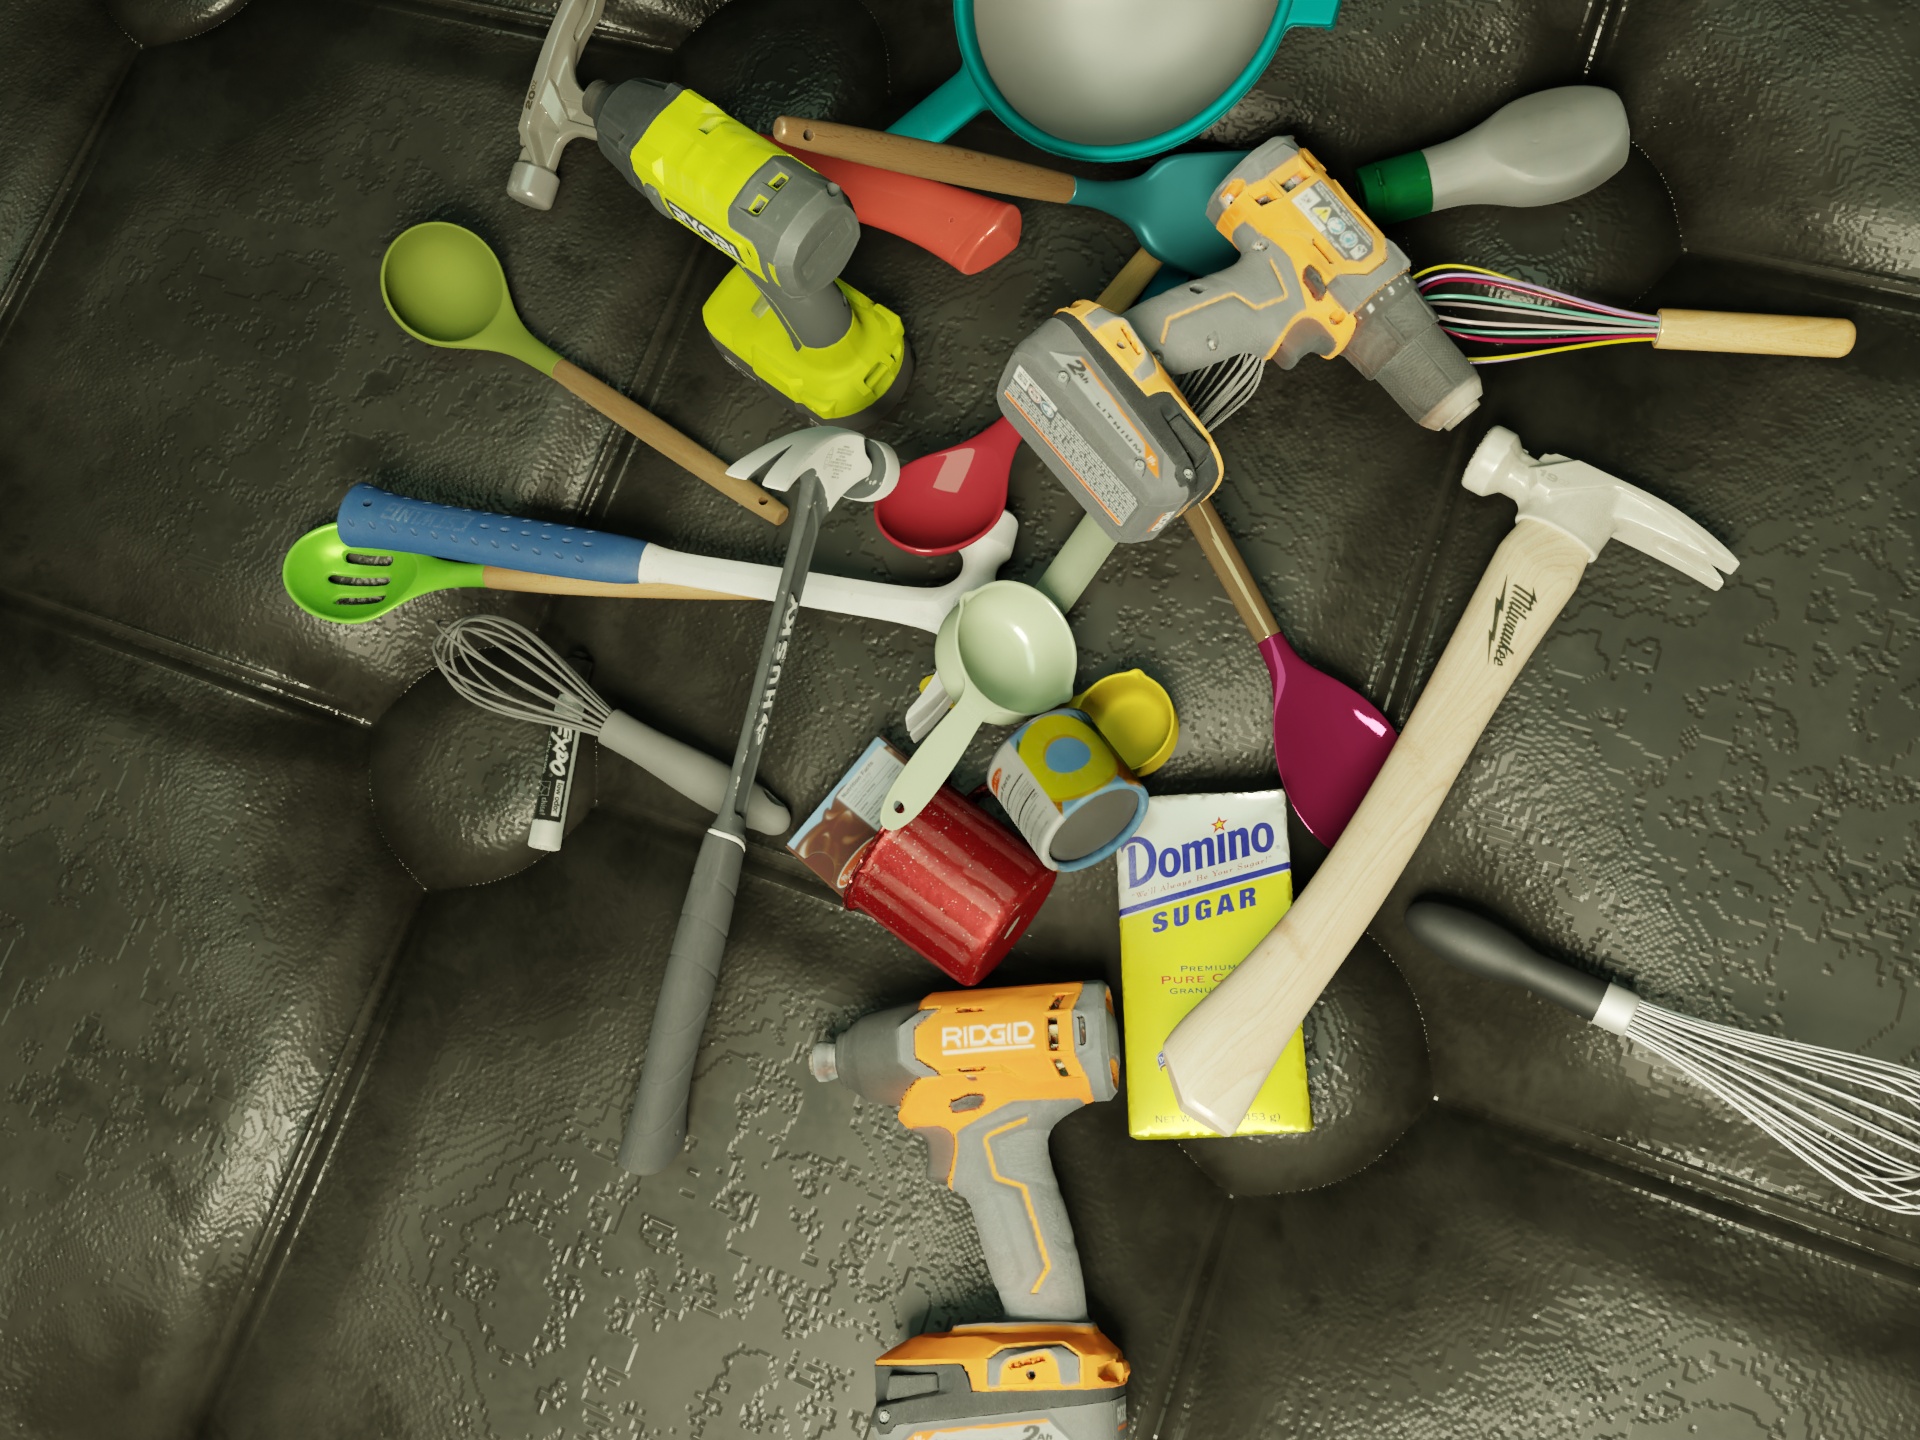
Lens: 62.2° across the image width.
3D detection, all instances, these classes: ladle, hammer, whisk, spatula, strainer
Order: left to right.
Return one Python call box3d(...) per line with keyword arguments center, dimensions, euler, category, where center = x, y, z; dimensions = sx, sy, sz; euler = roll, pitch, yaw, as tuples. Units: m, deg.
box3d(center=(-0.237, -0.214, 0.999), dimensions=(0.320, 0.062, 0.078), euler=(34, 80, 16), category="ladle")
box3d(center=(-0.202, 0.003, 0.920), dimensions=(0.239, 0.055, 0.055), euler=(29, 82, 5), category="whisk")
box3d(center=(-0.178, -0.087, 0.938), dimensions=(0.405, 0.035, 0.144), euler=(10, 68, 11), category="hammer")
box3d(center=(-0.119, 0.046, 0.830), dimensions=(0.036, 0.149, 0.409), euler=(18, 99, 15), category="hammer")
box3d(center=(-0.123, -0.359, 0.998), dimensions=(0.359, 0.036, 0.149), euler=(22, 94, 21), category="hammer")
box3d(center=(0.045, -0.295, 0.869), dimensions=(0.044, 0.317, 0.082), euler=(35, 120, 49), category="spatula")
box3d(center=(0.059, -0.406, 0.983), dimensions=(0.340, 0.095, 0.211), euler=(-30, 82, 24), category="strainer")
box3d(center=(0.059, -0.210, 0.929), dimensions=(0.069, 0.031, 0.315), euler=(33, 73, 19), category="ladle")
box3d(center=(0.102, -0.139, 0.916), dimensions=(0.246, 0.059, 0.058), euler=(-55, 35, -3), category="whisk")
box3d(center=(0.239, 0.035, 0.808), dimensions=(0.146, 0.038, 0.411), euler=(31, 74, 16), category="hammer")
box3d(center=(0.365, -0.224, 0.885), dimensions=(0.245, 0.051, 0.047), euler=(6, 70, 10), category="whisk")
box3d(center=(0.351, 0.156, 0.776), dimensions=(0.285, 0.070, 0.070), euler=(25, 81, 22), category="whisk")

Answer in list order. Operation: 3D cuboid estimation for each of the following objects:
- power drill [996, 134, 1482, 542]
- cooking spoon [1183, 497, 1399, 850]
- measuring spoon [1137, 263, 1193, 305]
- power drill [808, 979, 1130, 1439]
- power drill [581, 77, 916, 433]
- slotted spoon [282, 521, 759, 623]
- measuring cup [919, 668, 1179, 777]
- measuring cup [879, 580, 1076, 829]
box3d(center=(0.156, -0.188, 0.849), dimensions=(0.226, 0.084, 0.185), euler=(-39, 86, -18), category="power drill")
box3d(center=(0.157, -0.068, 0.870), dimensions=(0.069, 0.017, 0.319), euler=(-27, 82, -4), category="cooking spoon")
box3d(center=(0.114, -0.237, 0.956), dimensions=(0.042, 0.021, 0.129), euler=(23, 71, 26), category="measuring spoon")
box3d(center=(0.003, 0.250, 0.806), dimensions=(0.164, 0.084, 0.227), euler=(-6, 69, 11), category="power drill")
box3d(center=(-0.115, -0.262, 0.897), dimensions=(0.171, 0.223, 0.080), euler=(37, 84, 18), category="power drill")
box3d(center=(-0.269, -0.087, 0.984), dimensions=(0.314, 0.031, 0.070), euler=(3, 72, 11), category="slotted spoon")
box3d(center=(0.050, -0.004, 0.901), dimensions=(0.156, 0.029, 0.062), euler=(11, 77, 26), category="measuring cup")
box3d(center=(-0.001, -0.003, 0.845), dimensions=(0.083, 0.038, 0.168), euler=(43, 61, -12), category="measuring cup")
